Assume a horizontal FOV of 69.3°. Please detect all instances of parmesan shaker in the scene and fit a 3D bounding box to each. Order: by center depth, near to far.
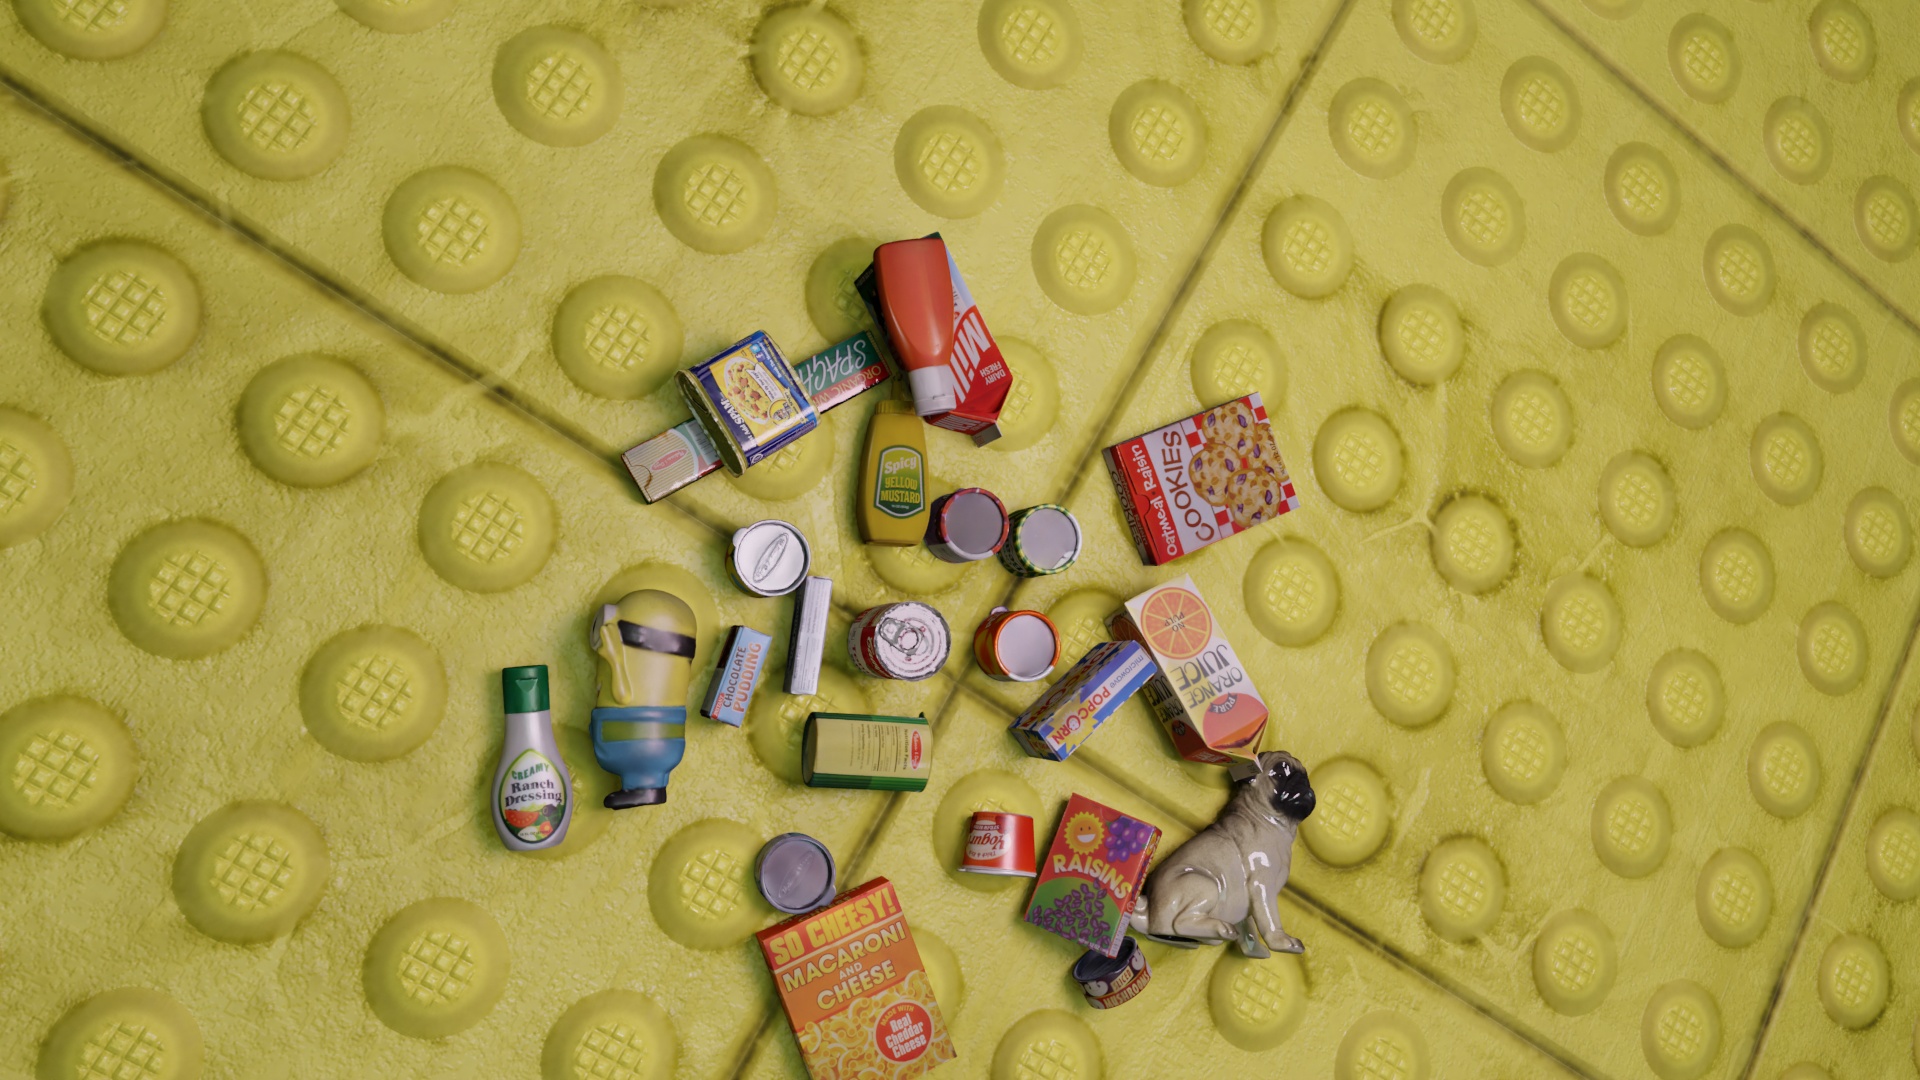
[{"bbox_3d":[-0.082,0.182,1.214,0.103,0.071,0.071,6,83,-17],"label":"parmesan shaker"}]

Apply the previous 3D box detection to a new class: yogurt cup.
[{"bbox_3d":[0.036,0.273,1.246,0.072,0.072,0.054,10,74,-17],"label":"yogurt cup"}]

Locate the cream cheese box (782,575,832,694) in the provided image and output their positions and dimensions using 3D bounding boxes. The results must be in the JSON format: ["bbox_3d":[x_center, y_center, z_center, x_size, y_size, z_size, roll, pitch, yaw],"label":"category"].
[{"bbox_3d":[-0.134,0.083,1.212,0.024,0.053,0.104,9,82,-16],"label":"cream cheese box"}]

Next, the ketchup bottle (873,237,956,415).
[{"bbox_3d":[-0.033,-0.184,1.199,0.065,0.043,0.148,-9,88,-16],"label":"ketchup bottle"}]

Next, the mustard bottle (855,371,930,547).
[{"bbox_3d":[-0.060,-0.075,1.253,0.065,0.048,0.160,3,84,-20],"label":"mustard bottle"}]

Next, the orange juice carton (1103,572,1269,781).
[{"bbox_3d":[0.218,0.134,1.291,0.073,0.071,0.193,-26,78,-18],"label":"orange juice carton"}]

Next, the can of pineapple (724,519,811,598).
[{"bbox_3d":[-0.169,0.015,1.204,0.071,0.058,0.071,2,84,-18],"label":"can of pineapple"}]

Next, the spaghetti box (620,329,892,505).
[{"bbox_3d":[-0.177,-0.111,1.228,0.251,0.028,0.050,-30,95,-18],"label":"spaghetti box"}]

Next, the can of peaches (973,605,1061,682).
[{"bbox_3d":[0.051,0.094,1.269,0.071,0.058,0.071,1,85,-18],"label":"can of peaches"}]

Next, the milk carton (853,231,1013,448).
[{"bbox_3d":[-0.016,-0.174,1.265,0.074,0.072,0.190,-29,93,-18],"label":"milk carton"}]

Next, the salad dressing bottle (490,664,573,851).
[{"bbox_3d":[-0.352,0.176,1.135,0.064,0.044,0.147,-3,86,-20],"label":"salad dressing bottle"}]

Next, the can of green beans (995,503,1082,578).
[{"bbox_3d":[0.072,0.001,1.285,0.071,0.057,0.071,2,85,-18],"label":"can of green beans"}]

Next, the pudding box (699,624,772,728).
[{"bbox_3d":[-0.193,0.116,1.191,0.030,0.049,0.084,22,79,-17],"label":"pudding box"}]

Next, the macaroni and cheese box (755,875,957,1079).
[{"bbox_3d":[-0.091,0.394,1.203,0.124,0.040,0.166,-21,92,-19],"label":"macaroni and cheese box"}]

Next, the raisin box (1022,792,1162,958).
[{"bbox_3d":[0.120,0.303,1.260,0.086,0.040,0.123,17,76,26],"label":"raisin box"}]

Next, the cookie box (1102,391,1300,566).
[{"bbox_3d":[0.235,-0.060,1.354,0.168,0.040,0.123,-21,92,-19],"label":"cookie box"}]

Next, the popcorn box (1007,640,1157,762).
[{"bbox_3d":[0.111,0.145,1.270,0.127,0.085,0.038,-41,97,-17],"label":"popcorn box"}]

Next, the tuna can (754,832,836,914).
[{"bbox_3d":[-0.141,0.288,1.200,0.071,0.033,0.071,2,85,-18],"label":"tuna can"}]

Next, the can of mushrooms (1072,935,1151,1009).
[{"bbox_3d":[0.139,0.394,1.263,0.071,0.071,0.033,-30,97,-18],"label":"can of mushrooms"}]

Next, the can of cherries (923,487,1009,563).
[{"bbox_3d":[0.005,-0.016,1.264,0.071,0.058,0.071,1,85,-18],"label":"can of cherries"}]
